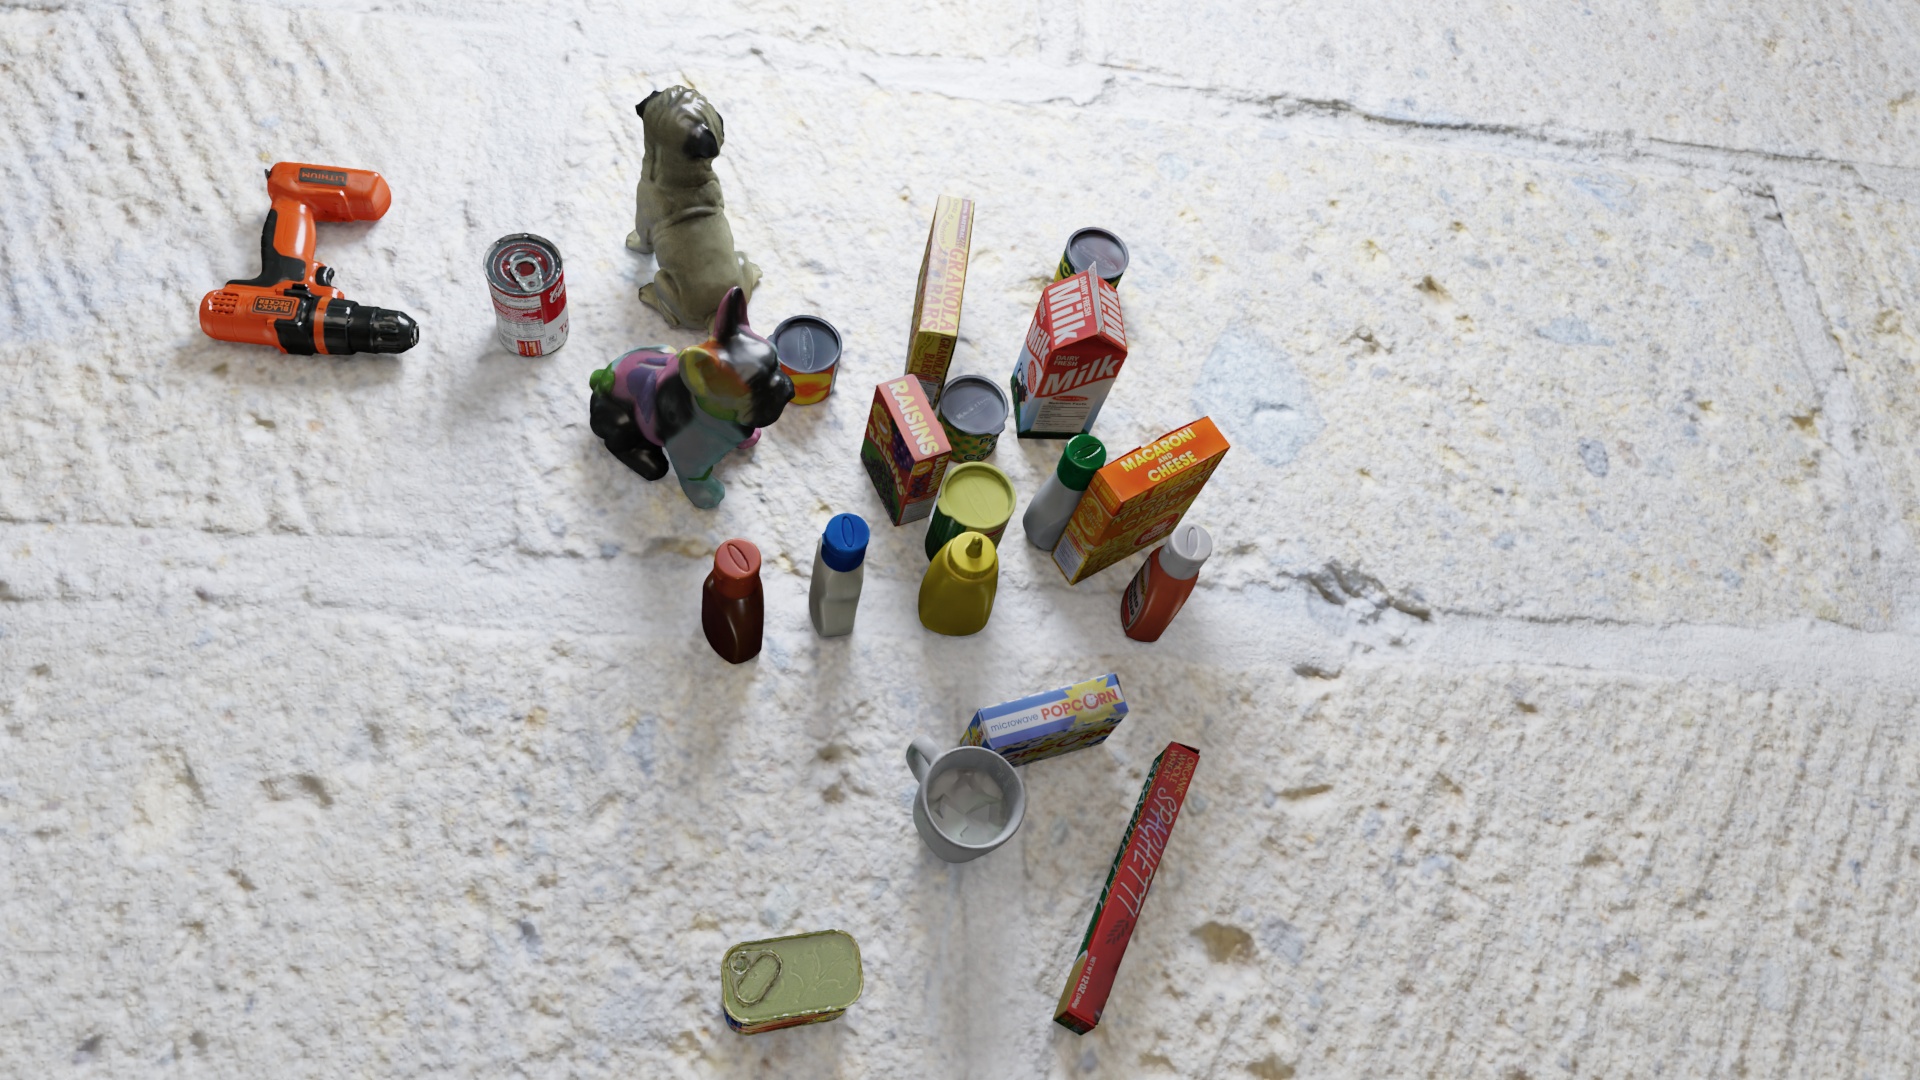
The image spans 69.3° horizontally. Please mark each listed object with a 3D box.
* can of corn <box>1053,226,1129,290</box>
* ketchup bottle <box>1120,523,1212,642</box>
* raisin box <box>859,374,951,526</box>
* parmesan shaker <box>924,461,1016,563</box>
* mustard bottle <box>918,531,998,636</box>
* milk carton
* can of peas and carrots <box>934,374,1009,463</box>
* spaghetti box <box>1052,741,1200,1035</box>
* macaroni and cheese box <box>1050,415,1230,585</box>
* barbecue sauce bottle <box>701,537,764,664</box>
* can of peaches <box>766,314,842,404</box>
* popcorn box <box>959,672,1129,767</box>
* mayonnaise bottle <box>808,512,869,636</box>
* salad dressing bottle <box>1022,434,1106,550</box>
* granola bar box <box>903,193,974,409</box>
[{"bbox_3d":[0.133,-0.276,1.426,0.071,0.058,0.071,5,62,-9],"label":"can of corn"},{"bbox_3d":[0.181,0.034,1.220,0.043,0.148,0.065,11,61,-6],"label":"ketchup bottle"},{"bbox_3d":[-0.050,-0.079,1.248,0.040,0.122,0.086,-18,68,-20],"label":"raisin box"},{"bbox_3d":[0.004,-0.016,1.237,0.071,0.102,0.071,5,62,-9],"label":"parmesan shaker"},{"bbox_3d":[0.004,0.031,1.179,0.065,0.159,0.049,9,62,-7],"label":"mustard bottle"},{"bbox_3d":[0.103,-0.173,1.290,0.073,0.189,0.072,1,63,-11],"label":"milk carton"},{"bbox_3d":[0.010,-0.112,1.314,0.071,0.058,0.071,5,62,-9],"label":"can of peas and carrots"},{"bbox_3d":[0.138,0.279,1.138,0.029,0.050,0.251,26,61,3],"label":"spaghetti box"},{"bbox_3d":[0.157,-0.034,1.241,0.124,0.165,0.040,-27,71,-23],"label":"macaroni and cheese box"},{"bbox_3d":[-0.186,0.047,1.139,0.044,0.147,0.065,-28,71,-23],"label":"barbecue sauce bottle"},{"bbox_3d":[-0.150,-0.170,1.312,0.071,0.057,0.071,5,62,-9],"label":"can of peaches"},{"bbox_3d":[0.069,0.157,1.169,0.127,0.084,0.038,-13,66,-17],"label":"popcorn box"},{"bbox_3d":[-0.102,0.027,1.167,0.041,0.147,0.065,-4,64,-14],"label":"mayonnaise bottle"},{"bbox_3d":[0.095,-0.043,1.244,0.064,0.147,0.044,-24,70,-22],"label":"salad dressing bottle"},{"bbox_3d":[-0.022,-0.227,1.331,0.039,0.123,0.166,10,61,-6],"label":"granola bar box"}]
